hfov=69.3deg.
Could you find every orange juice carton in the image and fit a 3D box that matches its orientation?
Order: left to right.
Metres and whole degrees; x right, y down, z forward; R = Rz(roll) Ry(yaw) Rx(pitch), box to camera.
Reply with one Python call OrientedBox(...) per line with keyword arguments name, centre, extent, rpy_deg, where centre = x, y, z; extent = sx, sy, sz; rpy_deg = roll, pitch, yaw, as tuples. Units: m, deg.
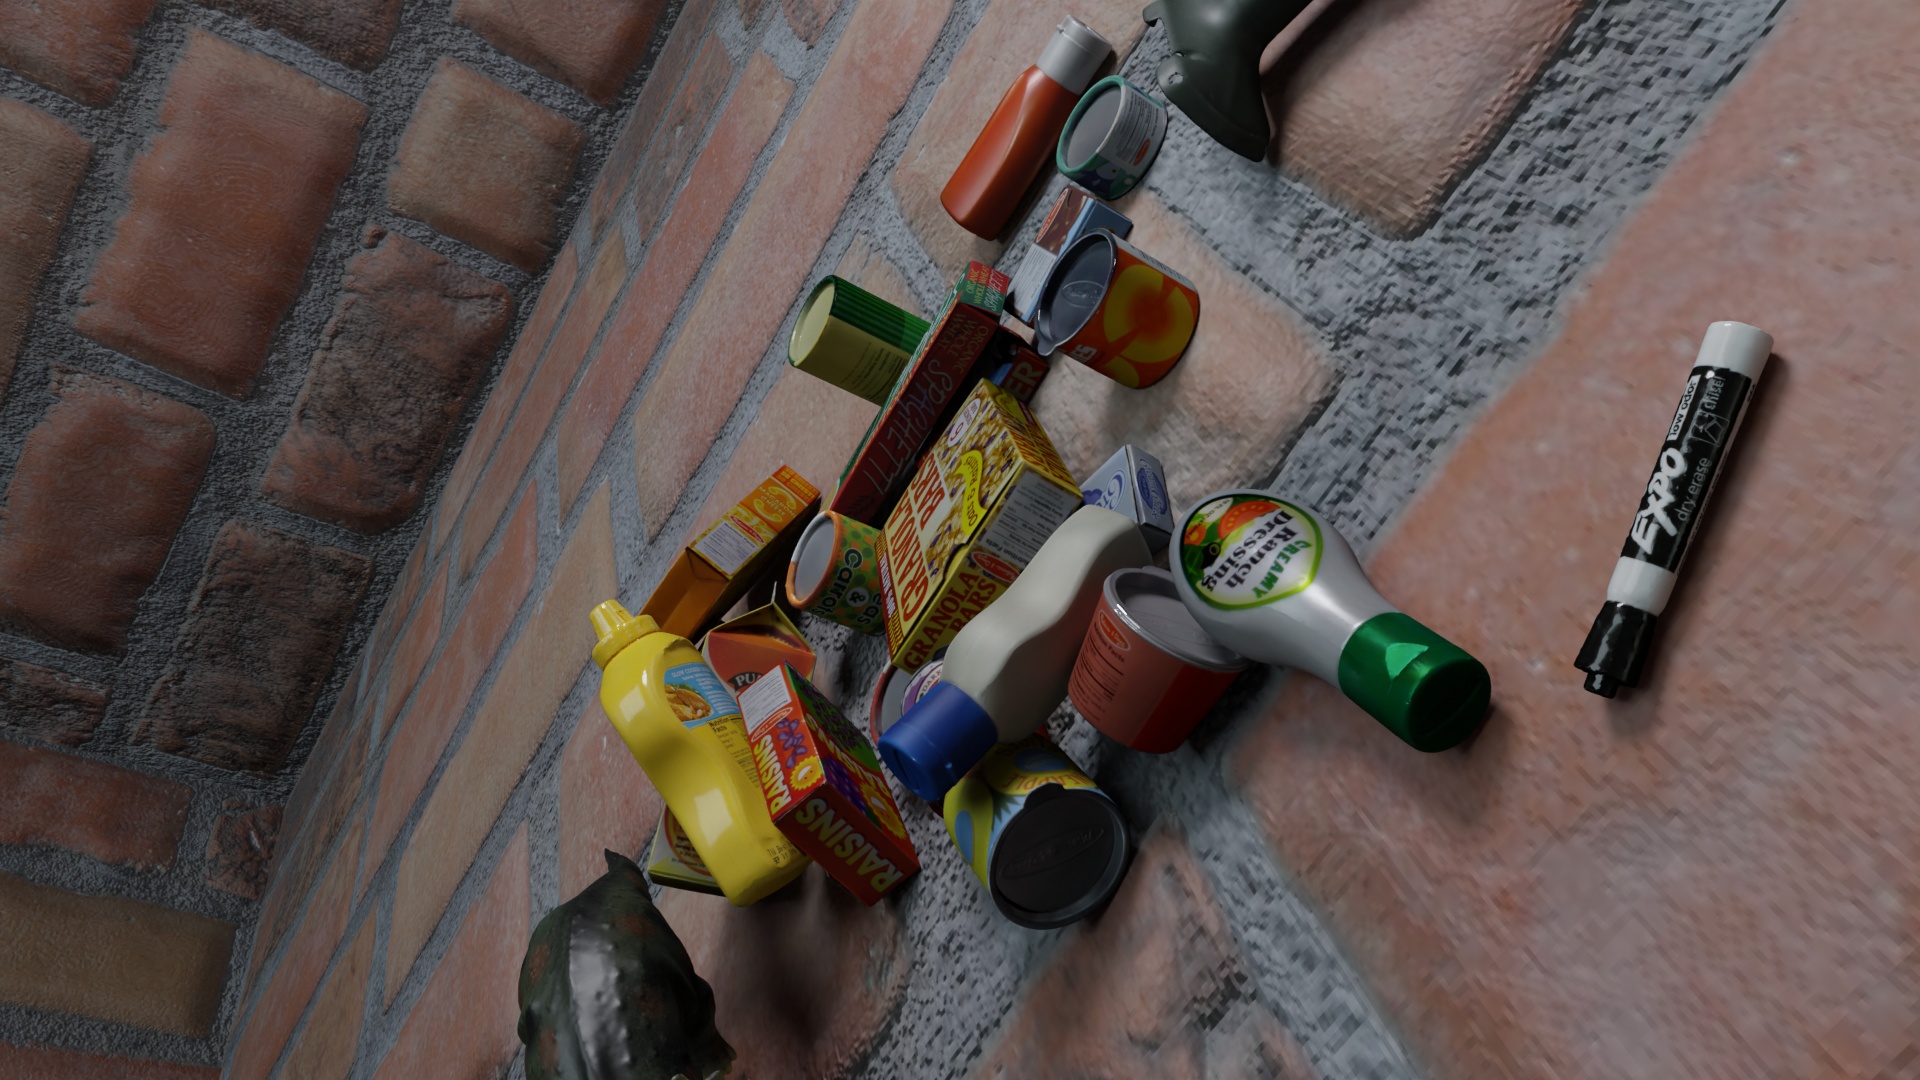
OrientedBox(name="orange juice carton", centre=(-0.139, 0.125, 0.881), extent=(0.071, 0.073, 0.193), rpy_deg=(116, 166, -68))

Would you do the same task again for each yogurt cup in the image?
OrientedBox(name="yogurt cup", centre=(0.080, 0.052, 0.581), extent=(0.053, 0.072, 0.073), rpy_deg=(-64, 26, 24))

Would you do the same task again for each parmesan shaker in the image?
OrientedBox(name="parmesan shaker", centre=(-0.052, -0.127, 0.915), extent=(0.071, 0.103, 0.072), rpy_deg=(-42, 36, 40))

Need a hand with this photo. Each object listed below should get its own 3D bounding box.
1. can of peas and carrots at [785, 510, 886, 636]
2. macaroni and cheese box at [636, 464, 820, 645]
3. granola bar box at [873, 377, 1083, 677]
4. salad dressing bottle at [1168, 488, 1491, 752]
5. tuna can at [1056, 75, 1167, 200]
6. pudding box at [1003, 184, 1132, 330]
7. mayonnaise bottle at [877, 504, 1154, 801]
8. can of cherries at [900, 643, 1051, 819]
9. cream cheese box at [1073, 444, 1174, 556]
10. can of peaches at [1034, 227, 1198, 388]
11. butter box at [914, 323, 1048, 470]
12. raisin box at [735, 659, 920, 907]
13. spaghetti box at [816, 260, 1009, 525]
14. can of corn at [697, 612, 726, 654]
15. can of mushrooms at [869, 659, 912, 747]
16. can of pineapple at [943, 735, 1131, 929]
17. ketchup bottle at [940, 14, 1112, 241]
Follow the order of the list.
OrientedBox(name="can of peas and carrots", centre=(-0.069, 0.022, 0.878), extent=(0.070, 0.059, 0.071), rpy_deg=(-42, 36, 41))
OrientedBox(name="macaroni and cheese box", centre=(-0.176, 0.025, 1.007), extent=(0.123, 0.040, 0.167), rpy_deg=(-50, 2, 28))
OrientedBox(name="granola bar box", centre=(0.003, -0.009, 0.753), extent=(0.124, 0.039, 0.166), rpy_deg=(-57, 16, 14))
OrientedBox(name="salad dressing bottle", centre=(0.134, 0.027, 0.520), extent=(0.064, 0.044, 0.148), rpy_deg=(-41, 32, -3))
OrientedBox(name="tuna can", centre=(0.088, -0.240, 0.829), extent=(0.070, 0.033, 0.071), rpy_deg=(-40, 37, 40))
OrientedBox(name="pudding box", centre=(0.061, -0.164, 0.820), extent=(0.083, 0.030, 0.050), rpy_deg=(-61, 26, 12))
OrientedBox(name="mayonnaise bottle", centre=(0.027, 0.051, 0.608), extent=(0.041, 0.064, 0.149), rpy_deg=(23, 55, 41))
OrientedBox(name="can of cherries", centre=(0.007, 0.093, 0.671), extent=(0.071, 0.071, 0.058), rpy_deg=(-54, 30, 23))
OrientedBox(name="cream cheese box", centre=(0.062, 0.003, 0.694), extent=(0.103, 0.024, 0.053), rpy_deg=(-44, 35, 37))
OrientedBox(name="can of peaches", centre=(0.080, -0.117, 0.720), extent=(0.071, 0.058, 0.071), rpy_deg=(-40, 38, 41))
OrientedBox(name="butter box", centre=(0.011, -0.077, 0.849), extent=(0.103, 0.024, 0.053), rpy_deg=(-58, 27, 15))
OrientedBox(name="raisin box", centre=(-0.076, 0.132, 0.767), extent=(0.040, 0.086, 0.124), rpy_deg=(-39, 31, 3))
OrientedBox(name="spaghetti box", centre=(-0.040, -0.070, 0.885), extent=(0.248, 0.029, 0.050), rpy_deg=(-54, 15, 39))
OrientedBox(name="can of corn", centre=(-0.159, 0.094, 0.966), extent=(0.071, 0.058, 0.071), rpy_deg=(-57, 9, 15))
OrientedBox(name="can of mushrooms", centre=(-0.021, 0.091, 0.765), extent=(0.070, 0.033, 0.071), rpy_deg=(-40, 38, 41))
OrientedBox(name="can of pineapple", centre=(0.032, 0.124, 0.605), extent=(0.071, 0.071, 0.058), rpy_deg=(-63, 27, 7))
OrientedBox(name="ketchup bottle", centre=(0.043, -0.275, 0.925), extent=(0.148, 0.043, 0.065), rpy_deg=(-54, 30, 23))
